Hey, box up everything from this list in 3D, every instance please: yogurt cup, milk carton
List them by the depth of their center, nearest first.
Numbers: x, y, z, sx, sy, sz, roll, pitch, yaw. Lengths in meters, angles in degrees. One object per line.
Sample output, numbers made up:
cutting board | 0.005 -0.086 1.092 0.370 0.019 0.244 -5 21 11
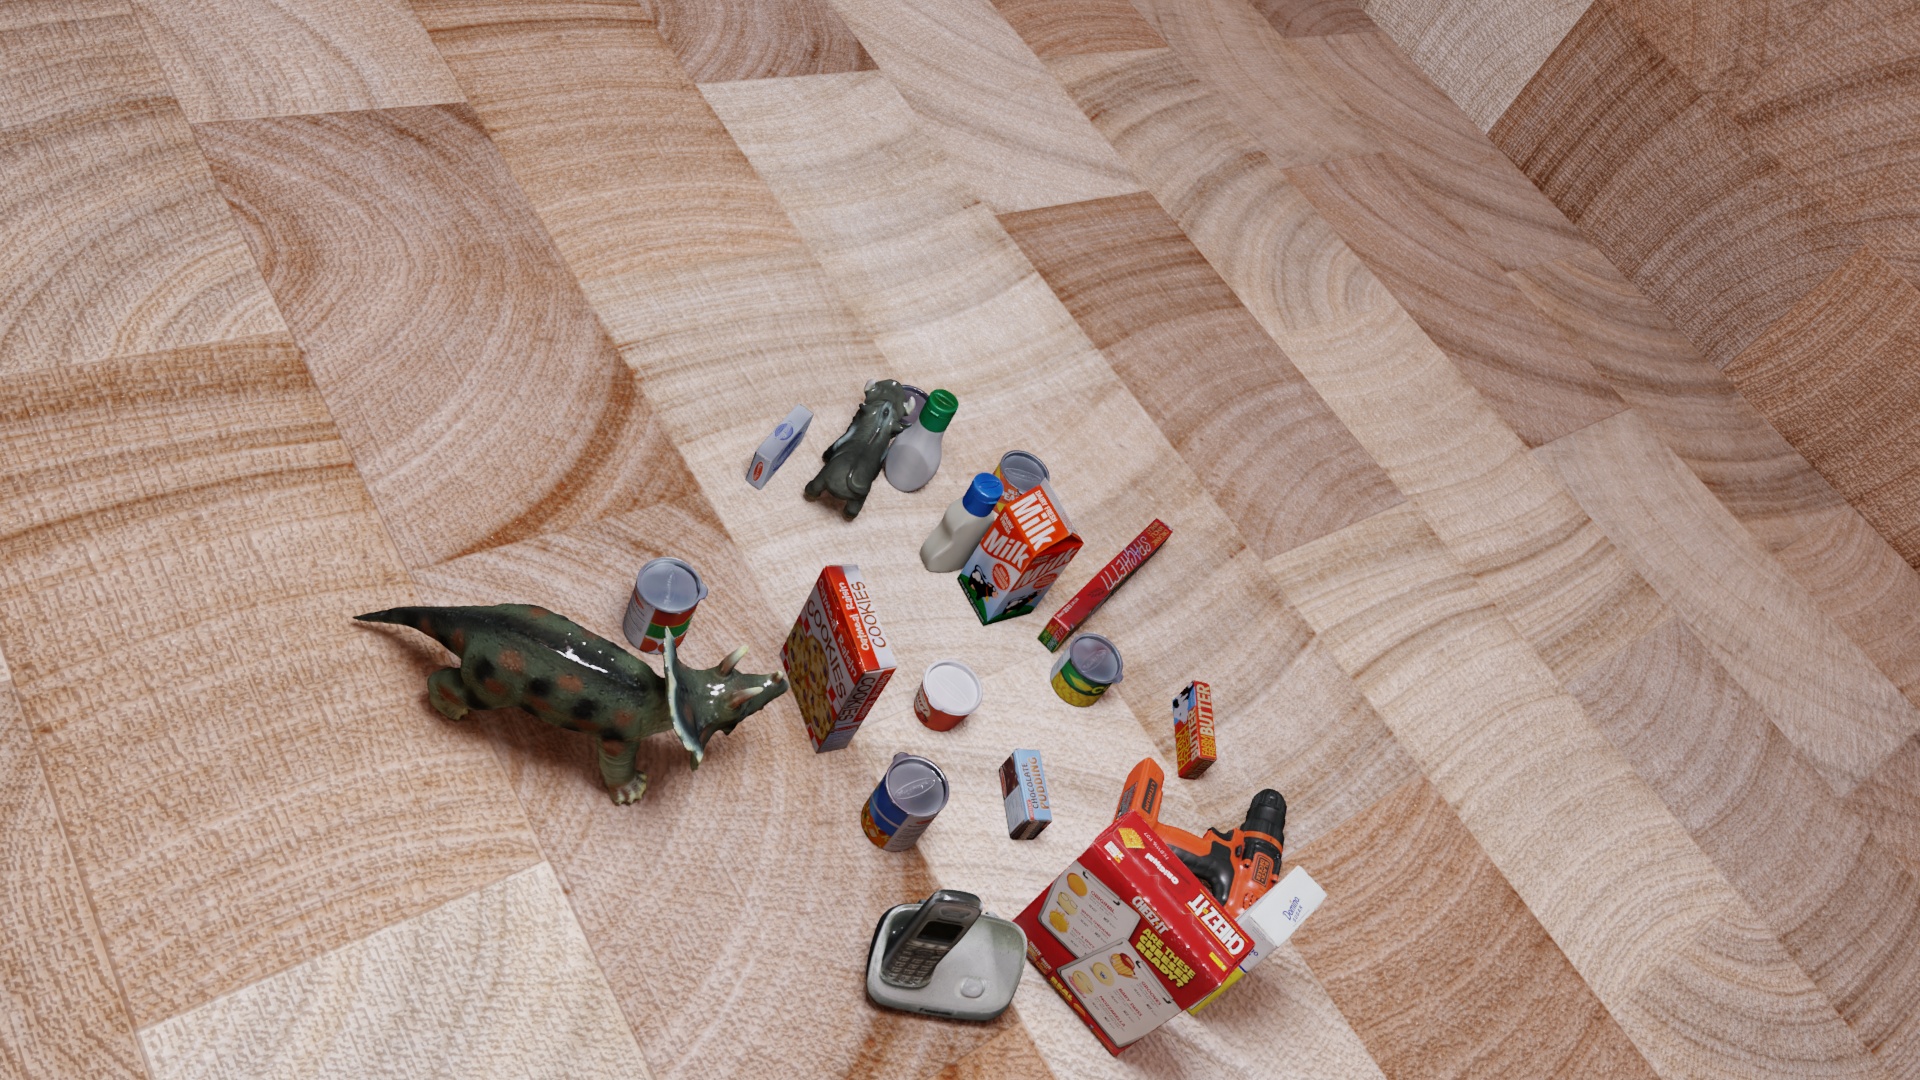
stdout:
yogurt cup | -0.016 0.169 1.491 0.072 0.053 0.073 13 50 -16
milk carton | 0.073 0.012 1.566 0.074 0.189 0.072 -13 61 -33

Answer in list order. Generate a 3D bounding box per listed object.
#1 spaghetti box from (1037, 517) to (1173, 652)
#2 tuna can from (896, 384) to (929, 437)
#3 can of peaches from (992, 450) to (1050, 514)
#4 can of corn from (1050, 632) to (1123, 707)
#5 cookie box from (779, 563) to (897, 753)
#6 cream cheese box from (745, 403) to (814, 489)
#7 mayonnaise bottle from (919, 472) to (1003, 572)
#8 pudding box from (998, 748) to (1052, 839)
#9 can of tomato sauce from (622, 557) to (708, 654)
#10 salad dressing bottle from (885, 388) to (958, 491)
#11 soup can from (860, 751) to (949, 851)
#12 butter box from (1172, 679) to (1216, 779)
spaghetti box | 0.179 0.051 1.682 0.029 0.050 0.251 42 48 10
tuna can | -0.067 -0.159 1.740 0.071 0.032 0.071 13 50 -16
can of peaches | 0.069 -0.067 1.717 0.071 0.057 0.071 13 50 -16
can of corn | 0.145 0.150 1.582 0.071 0.058 0.071 13 50 -16
cookie box | -0.126 0.120 1.399 0.040 0.166 0.123 -7 58 -30
cream cheese box | -0.211 -0.110 1.617 0.024 0.053 0.104 33 47 1
mayonnaise bottle | 0.006 -0.020 1.587 0.065 0.147 0.041 -8 59 -31
pudding box | 0.068 0.266 1.458 0.030 0.049 0.084 6 52 -22
can of tomato sauce | -0.301 0.067 1.412 0.071 0.082 0.071 13 50 -16
salad dressing bottle | -0.044 -0.118 1.641 0.064 0.146 0.044 35 47 3
soup can | -0.057 0.259 1.379 0.071 0.083 0.072 13 50 -16
butter box | 0.268 0.217 1.592 0.024 0.052 0.104 15 49 -15
